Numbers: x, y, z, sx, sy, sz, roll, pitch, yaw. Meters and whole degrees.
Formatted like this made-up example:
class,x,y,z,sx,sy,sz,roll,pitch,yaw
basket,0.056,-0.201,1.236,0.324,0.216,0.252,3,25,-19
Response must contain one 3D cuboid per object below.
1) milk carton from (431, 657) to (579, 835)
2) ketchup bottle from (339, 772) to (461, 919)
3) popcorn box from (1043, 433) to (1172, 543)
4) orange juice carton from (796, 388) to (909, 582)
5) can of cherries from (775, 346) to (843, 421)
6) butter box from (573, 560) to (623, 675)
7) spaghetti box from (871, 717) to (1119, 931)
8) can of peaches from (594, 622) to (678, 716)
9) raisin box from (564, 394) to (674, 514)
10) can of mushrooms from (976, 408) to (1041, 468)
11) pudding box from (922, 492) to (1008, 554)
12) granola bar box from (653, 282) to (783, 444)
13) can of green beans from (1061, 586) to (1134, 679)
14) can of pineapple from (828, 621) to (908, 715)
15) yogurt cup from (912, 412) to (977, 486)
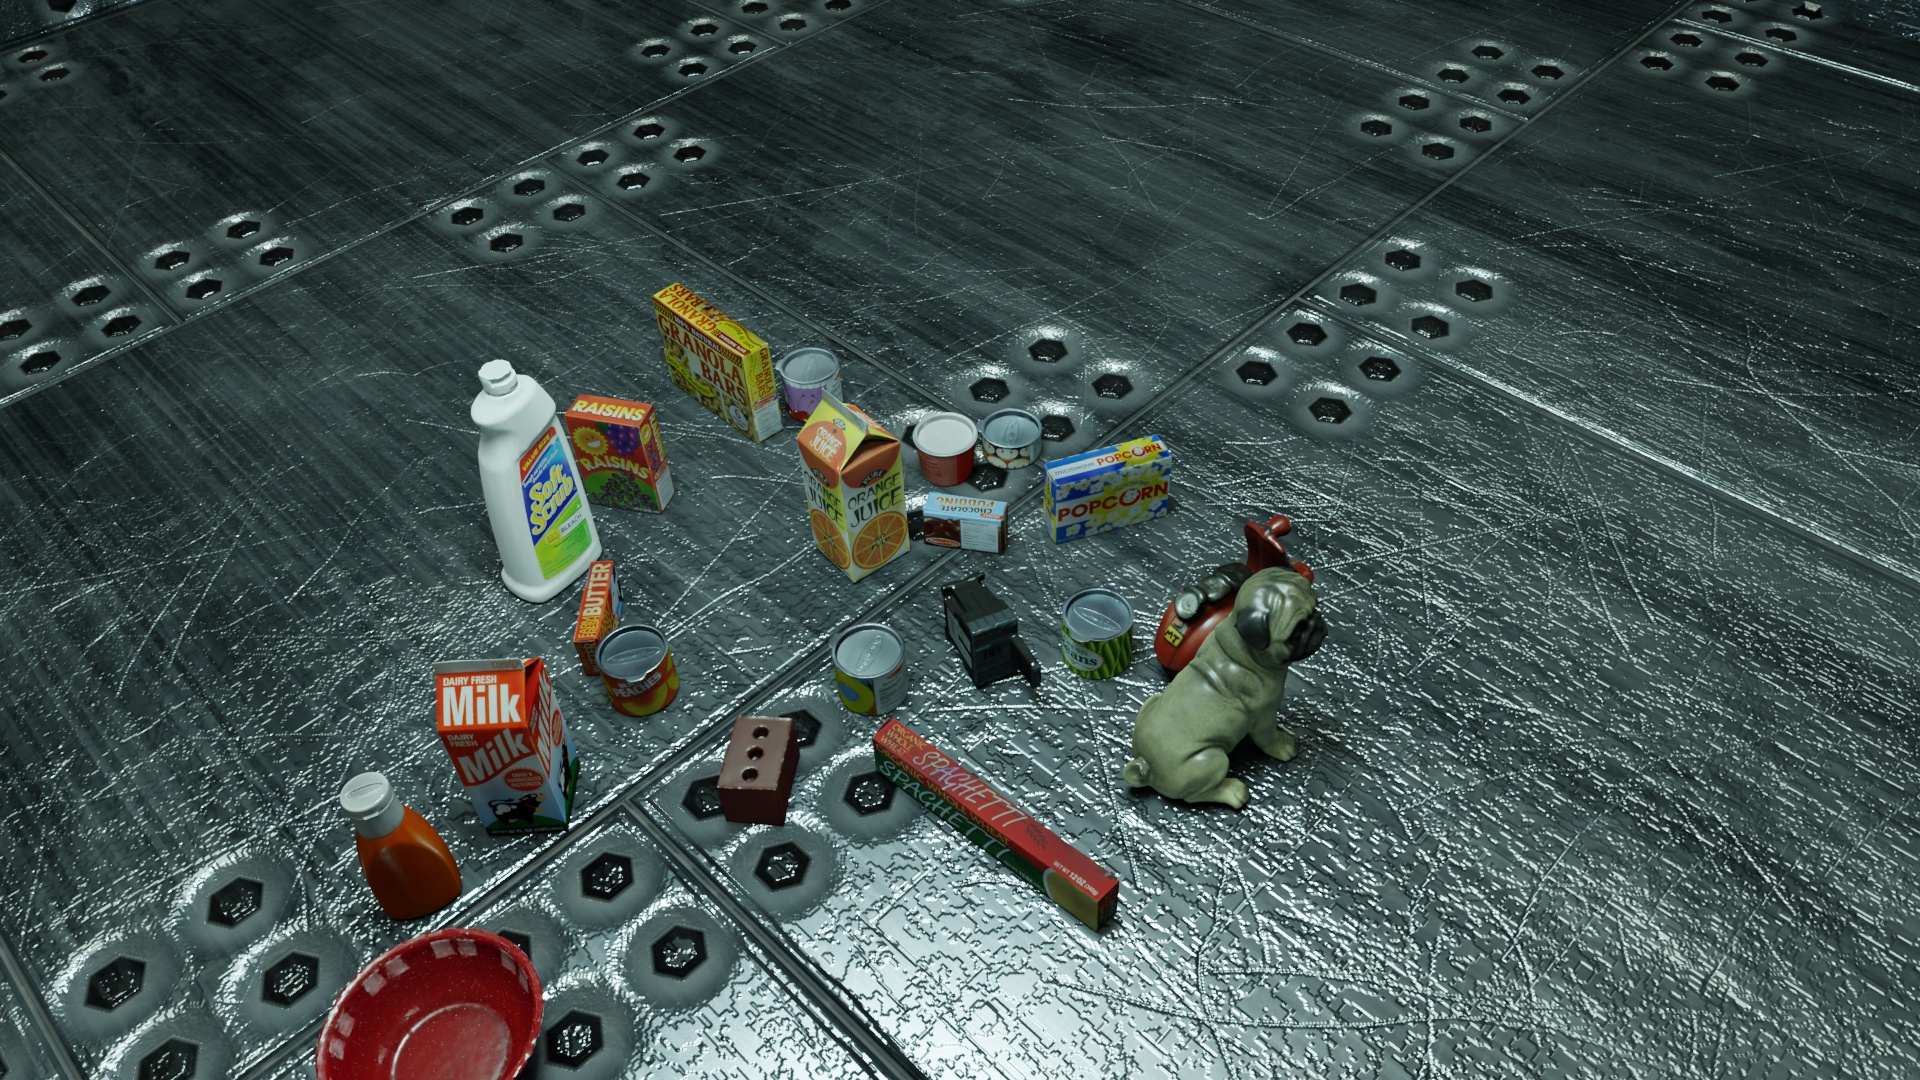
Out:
class,x,y,z,sx,sy,sz,roll,pitch,yaw
milk carton,-0.374,0.160,1.146,0.072,0.189,0.074,-4,45,-1
ketchup bottle,-0.446,0.241,1.098,0.065,0.148,0.044,-20,47,-16
popcorn box,0.148,-0.052,1.405,0.127,0.084,0.038,-15,46,-12
orange juice carton,-0.104,-0.058,1.350,0.073,0.191,0.072,-31,51,-25
can of cherries,-0.170,-0.176,1.566,0.071,0.058,0.072,-2,45,2
butter box,-0.345,0.074,1.328,0.024,0.052,0.104,-3,45,0
spaghetti box,0.024,0.232,1.152,0.250,0.049,0.029,31,54,29
can of peaches,-0.296,0.121,1.275,0.071,0.057,0.071,-2,45,2
raisin box,-0.352,-0.089,1.443,0.086,0.122,0.040,10,46,13
can of mushrooms,0.053,-0.111,1.506,0.071,0.033,0.071,-1,45,2
pudding box,0.005,-0.018,1.404,0.084,0.049,0.030,7,46,10
granola bar box,-0.271,-0.197,1.546,0.039,0.123,0.166,-35,53,-28
can of green beans,0.127,0.086,1.287,0.071,0.057,0.071,-2,45,2
can of pineapple,-0.083,0.116,1.268,0.071,0.057,0.071,-2,45,2
yogurt cup,-0.015,-0.095,1.479,0.072,0.053,0.073,-2,45,2
